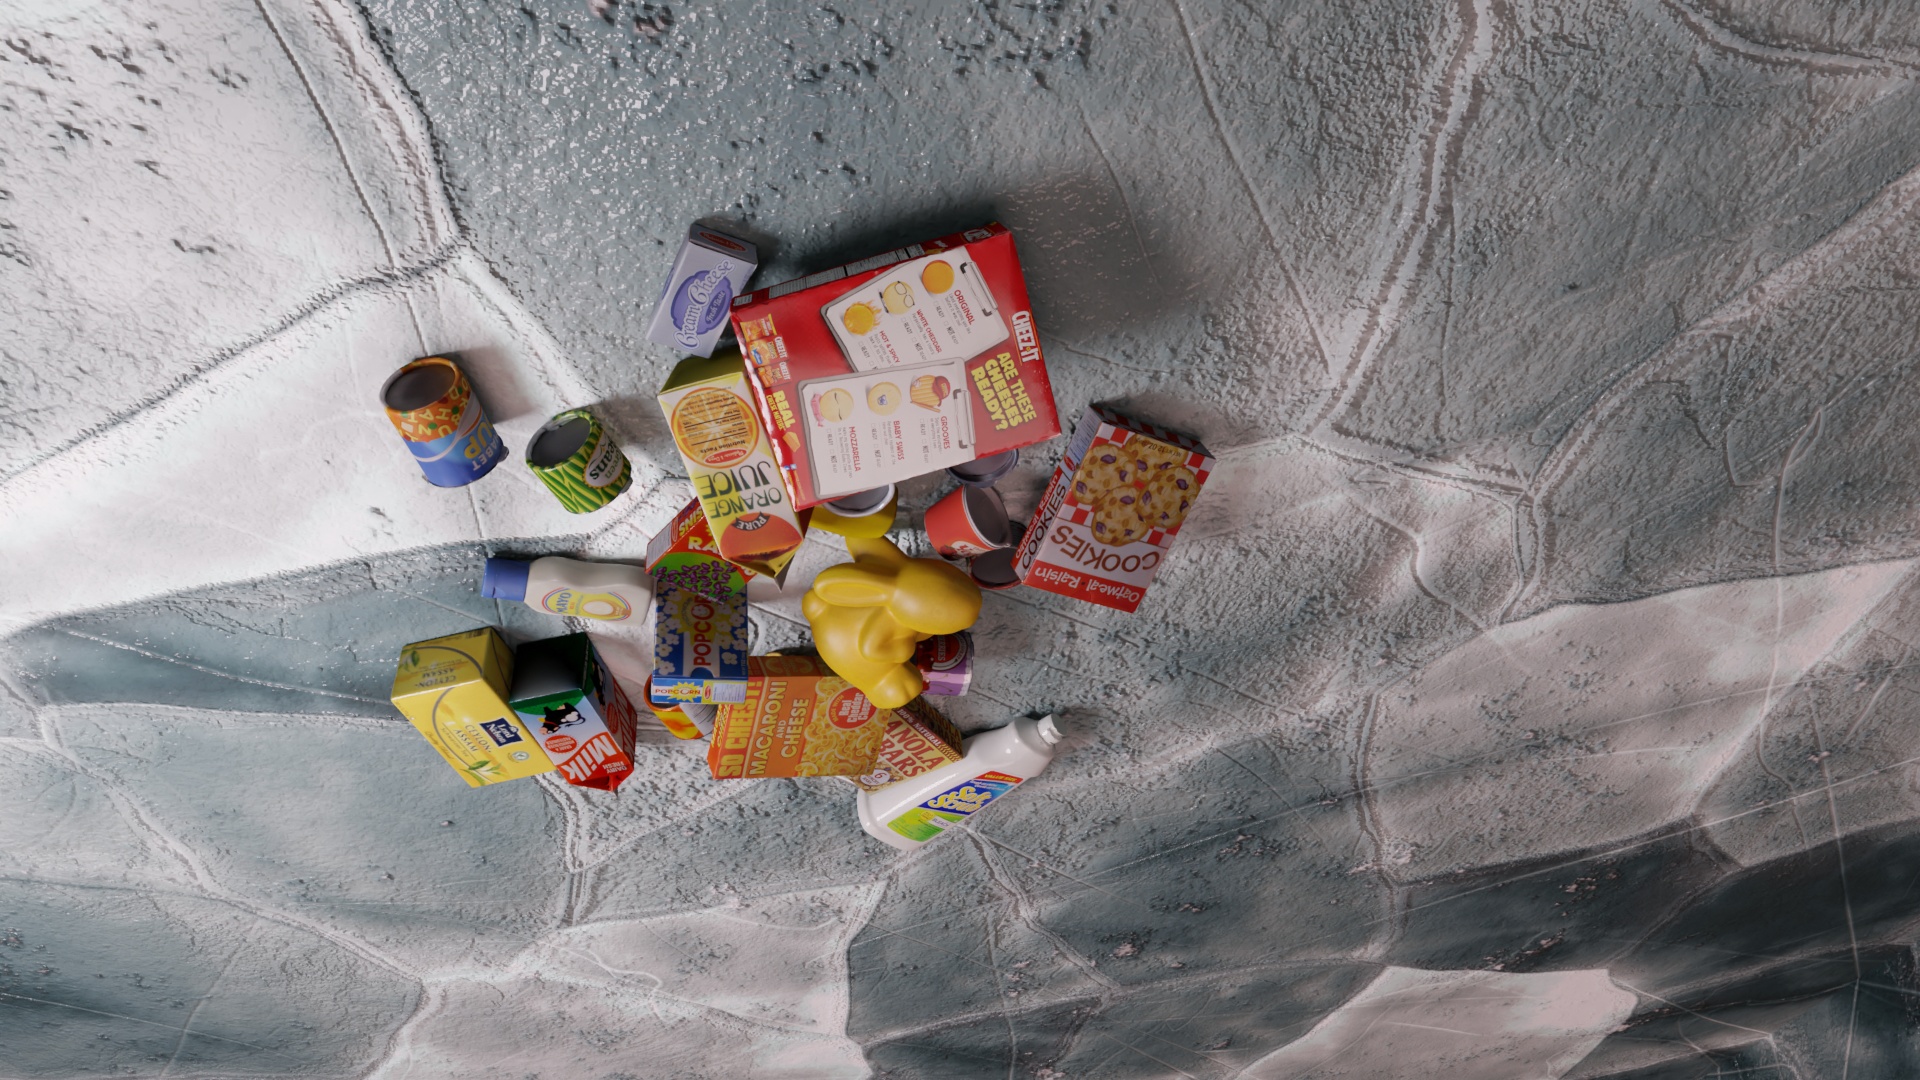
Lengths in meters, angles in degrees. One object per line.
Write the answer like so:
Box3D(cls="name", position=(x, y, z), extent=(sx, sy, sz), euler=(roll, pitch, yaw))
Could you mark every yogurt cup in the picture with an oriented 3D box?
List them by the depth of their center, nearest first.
Box3D(cls="yogurt cup", position=(0.004, -0.016, 1.253), extent=(0.054, 0.073, 0.072), euler=(-25, 136, 29))

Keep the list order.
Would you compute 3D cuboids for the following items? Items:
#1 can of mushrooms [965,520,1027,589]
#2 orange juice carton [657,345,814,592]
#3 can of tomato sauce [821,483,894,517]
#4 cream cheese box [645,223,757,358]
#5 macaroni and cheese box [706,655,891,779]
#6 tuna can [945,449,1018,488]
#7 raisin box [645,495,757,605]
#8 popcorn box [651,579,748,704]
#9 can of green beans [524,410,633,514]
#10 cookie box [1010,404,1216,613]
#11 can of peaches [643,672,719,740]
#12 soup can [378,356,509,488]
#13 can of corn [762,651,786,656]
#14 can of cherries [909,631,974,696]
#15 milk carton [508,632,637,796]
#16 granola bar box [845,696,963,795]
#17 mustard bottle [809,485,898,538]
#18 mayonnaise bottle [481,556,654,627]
Box3D(cls="can of mushrooms", position=(0.036, 0.016, 1.314), extent=(0.071, 0.033, 0.070), euler=(-5, 138, -5))
Box3D(cls="orange juice carton", position=(-0.171, -0.055, 1.124), extent=(0.073, 0.072, 0.191), euler=(-13, 117, 9))
Box3D(cls="can of tomato sauce", position=(-0.090, -0.072, 1.158), extent=(0.071, 0.083, 0.070), euler=(-5, 139, -4))
Box3D(cls="cream cheese box", position=(-0.198, -0.187, 1.056), extent=(0.053, 0.024, 0.103), euler=(16, 133, -24))
Box3D(cls="macaroni and cheese box", position=(-0.155, 0.173, 1.361), extent=(0.167, 0.040, 0.123), euler=(3, 118, -26))
Box3D(cls="tuna can", position=(0.016, -0.080, 1.204), extent=(0.071, 0.033, 0.070), euler=(-5, 138, -4))
Box3D(cls="raisin box", position=(-0.214, -0.001, 1.250), extent=(0.086, 0.040, 0.123), euler=(29, 126, -33))
Box3D(cls="popcorn box", position=(-0.240, 0.092, 1.283), extent=(0.085, 0.127, 0.038), euler=(3, 132, -13))
Box3D(cls="can of green beans", position=(-0.314, -0.065, 1.143), extent=(0.071, 0.071, 0.057), euler=(-18, 137, 11))
Box3D(cls="cookie box", position=(0.135, -0.024, 1.240), extent=(0.123, 0.040, 0.166), euler=(15, 113, -25))
Box3D(cls="can of peaches", position=(-0.279, 0.158, 1.398), extent=(0.071, 0.071, 0.057), euler=(-16, 138, 9))
Box3D(cls="soup can", position=(-0.406, -0.093, 1.095), extent=(0.071, 0.072, 0.083), euler=(-10, 138, 2))
Box3D(cls="can of corn", position=(-0.179, 0.155, 1.406), extent=(0.071, 0.071, 0.058), euler=(-29, 134, 21))
Box3D(cls="can of cherries", position=(-0.022, 0.121, 1.398), extent=(0.058, 0.072, 0.071), euler=(5, 137, -12))
Box3D(cls="milk carton", position=(-0.379, 0.182, 1.402), extent=(0.073, 0.073, 0.189), euler=(-12, 138, 3))
Box3D(cls="granola bar box", position=(-0.092, 0.206, 1.501), extent=(0.124, 0.039, 0.165), euler=(-25, 136, 18))
Box3D(cls="mustard bottle", position=(-0.136, -0.043, 1.205), extent=(0.160, 0.049, 0.065), euler=(15, 153, -19))
Box3D(cls="mayonnaise bottle", position=(-0.360, 0.044, 1.274), extent=(0.148, 0.041, 0.064), euler=(9, 137, -19))
